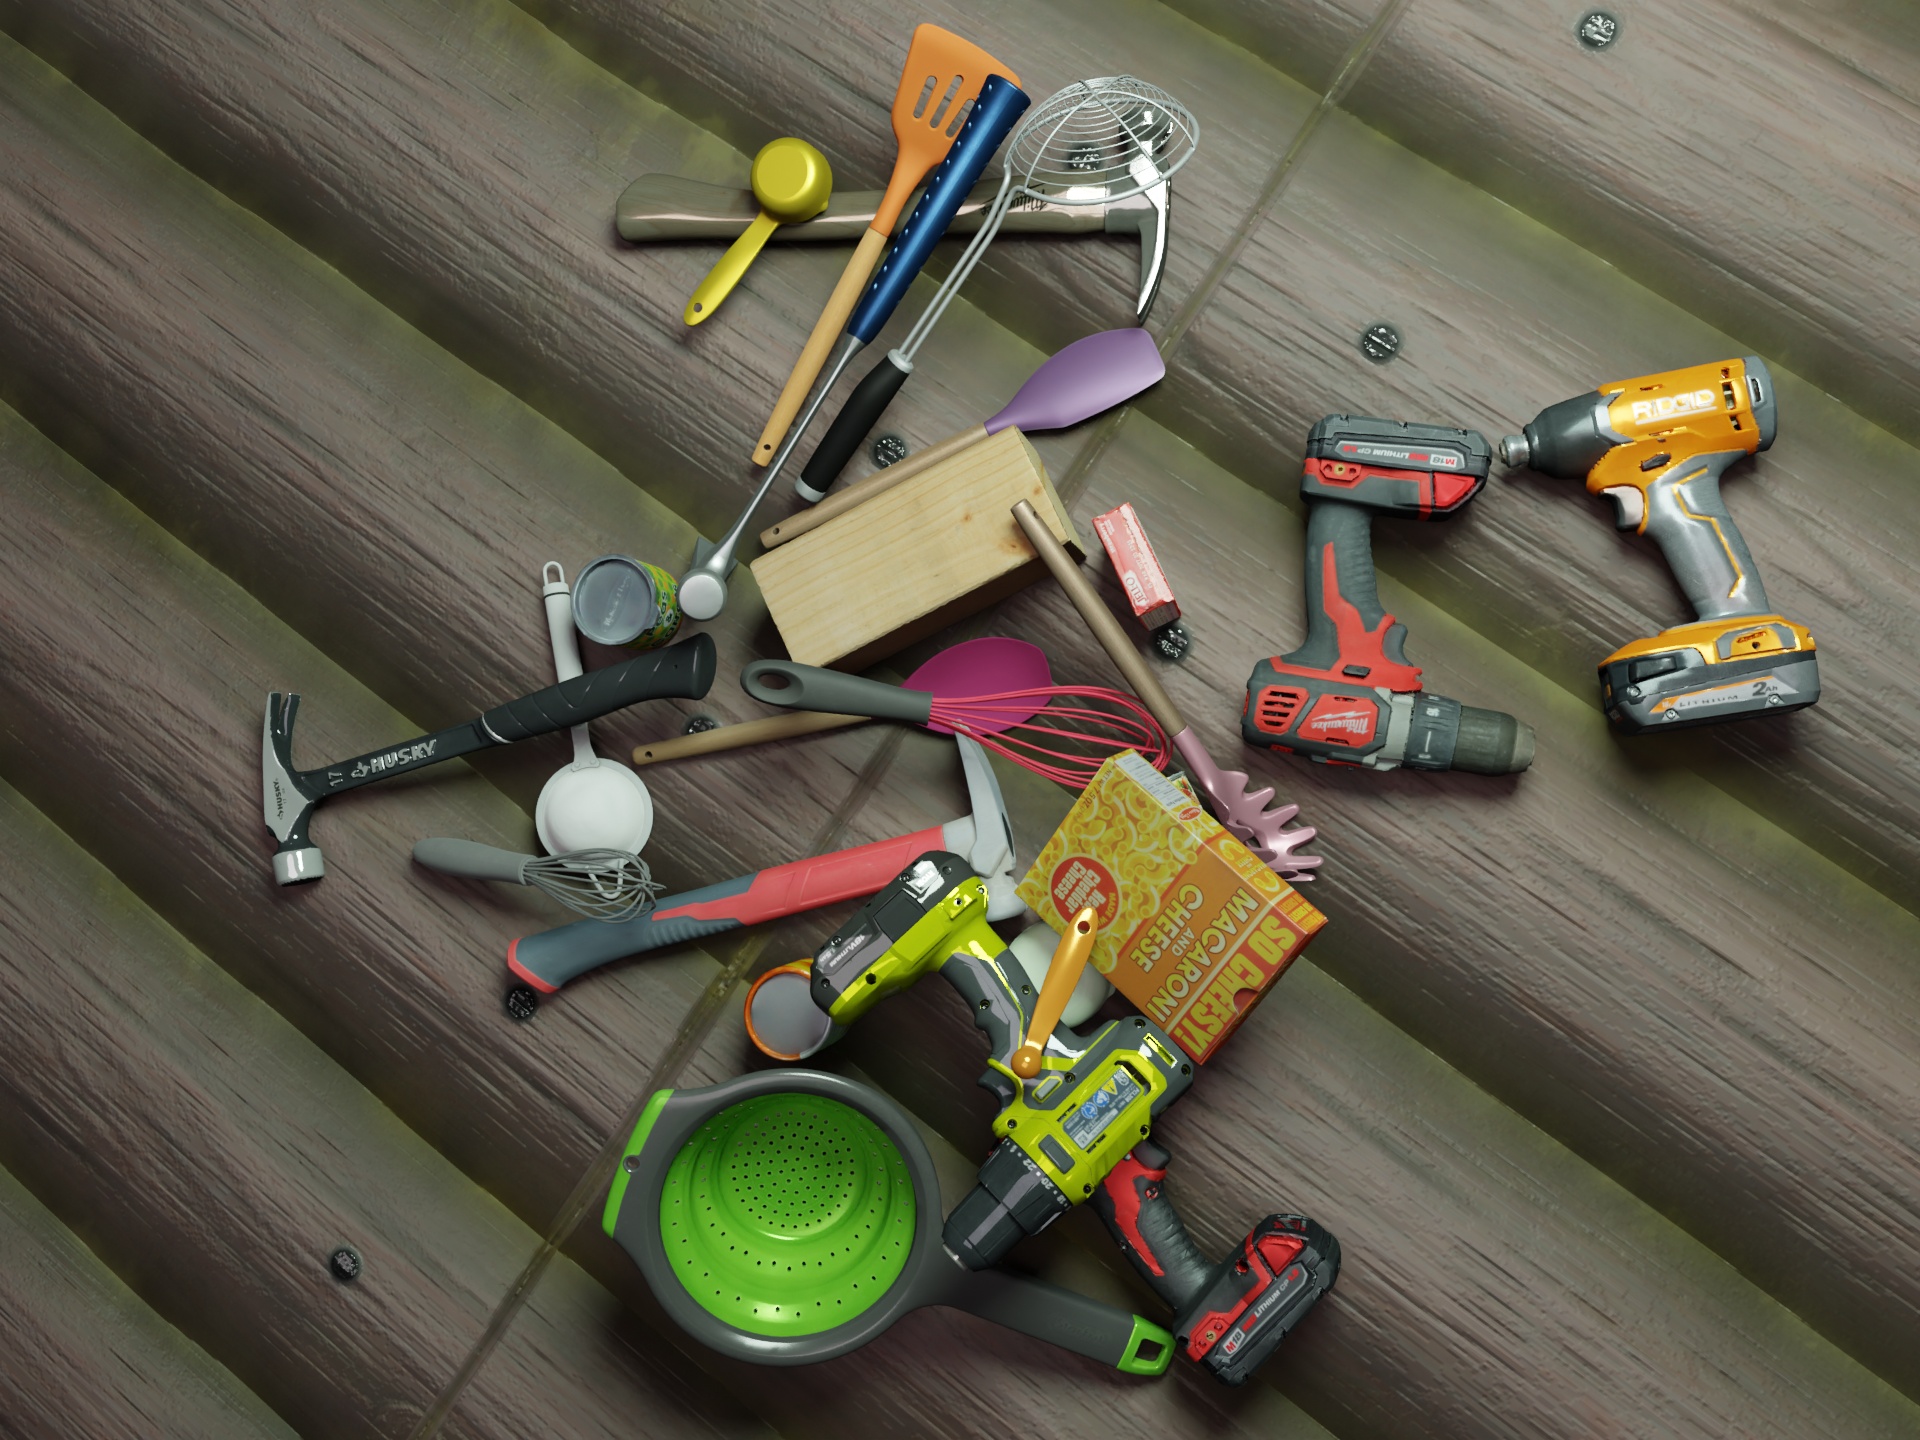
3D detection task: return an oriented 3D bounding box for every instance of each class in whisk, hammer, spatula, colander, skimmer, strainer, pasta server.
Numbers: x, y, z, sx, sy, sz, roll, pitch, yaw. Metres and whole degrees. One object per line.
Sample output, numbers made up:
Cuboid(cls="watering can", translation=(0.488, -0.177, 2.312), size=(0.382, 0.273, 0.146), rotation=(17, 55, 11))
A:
Cuboid(cls="whisk", translation=(-0.313, 0.109, 1.162), size=(0.239, 0.055, 0.055), rotation=(6, 89, 30))
Cuboid(cls="hammer", translation=(-0.357, 0.006, 1.173), size=(0.409, 0.036, 0.149), rotation=(-16, 82, 20))
Cuboid(cls="spatula", translation=(-0.004, -0.198, 1.144), size=(0.316, 0.018, 0.060), rotation=(-25, 69, 10))
Cuboid(cls="hammer", translation=(-0.078, -0.252, 1.087), size=(0.035, 0.144, 0.405), rotation=(31, 98, -13))
Cuboid(cls="colander", translation=(-0.041, 0.356, 1.100), size=(0.397, 0.094, 0.204), rotation=(22, 94, -6))
Cuboid(cls="skimmer", translation=(0.015, -0.285, 1.097), size=(0.363, 0.090, 0.127), rotation=(-51, 43, 23))
Cuboid(cls="hammer", translation=(-0.055, -0.359, 1.154), size=(0.410, 0.038, 0.146), rotation=(2, 89, 13))
Cuboid(cls="strainer", translation=(-0.286, 0.005, 1.186), size=(0.087, 0.050, 0.258), rotation=(-11, 82, -3))
Cuboid(cls="pasta server", translation=(0.134, -0.018, 1.049), size=(0.040, 0.060, 0.316), rotation=(-30, 101, 37))
Cuboid(cls="hammer", translation=(-0.153, 0.113, 1.147), size=(0.386, 0.038, 0.143), rotation=(-15, 88, 12))
Cuboid(cls="whisk", translation=(-0.002, -0.003, 1.068), size=(0.296, 0.073, 0.073), rotation=(10, 90, -3))
Cuboid(cls="spatula", translation=(-0.069, -0.321, 1.119), size=(0.081, 0.041, 0.322), rotation=(26, 105, -15))

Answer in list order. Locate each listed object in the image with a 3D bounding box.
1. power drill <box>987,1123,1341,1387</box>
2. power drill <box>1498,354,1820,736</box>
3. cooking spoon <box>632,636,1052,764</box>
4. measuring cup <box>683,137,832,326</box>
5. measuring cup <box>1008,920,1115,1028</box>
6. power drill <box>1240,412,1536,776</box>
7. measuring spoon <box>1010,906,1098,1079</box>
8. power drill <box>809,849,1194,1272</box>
Cuboid(cls="power drill", translation=(0.139, 0.316, 1.061), size=(0.220, 0.078, 0.143), rotation=(41, 96, 14))
Cuboid(cls="power drill", translation=(0.443, -0.109, 1.013), size=(0.164, 0.084, 0.226), rotation=(-9, 81, 13))
Cuboid(cls="cooking spoon", translation=(-0.090, -0.004, 1.152), size=(0.319, 0.017, 0.068), rotation=(-11, 101, 12))
Cuboid(cls="measuring cup", translation=(-0.153, -0.350, 1.142), size=(0.062, 0.029, 0.156), rotation=(40, 97, 10))
Cuboid(cls="measuring cup", translation=(0.076, 0.133, 1.099), size=(0.083, 0.038, 0.167), rotation=(15, 93, 13))
Cuboid(cls="power drill", translation=(0.294, -0.075, 1.045), size=(0.188, 0.080, 0.226), rotation=(10, 92, 13))
Cuboid(cls="measuring spoon", translation=(0.060, 0.169, 0.995), size=(0.021, 0.011, 0.117), rotation=(23, 73, 5))
Cuboid(cls="power drill", translation=(0.009, 0.216, 1.024), size=(0.190, 0.080, 0.229), rotation=(-42, 76, -12))
